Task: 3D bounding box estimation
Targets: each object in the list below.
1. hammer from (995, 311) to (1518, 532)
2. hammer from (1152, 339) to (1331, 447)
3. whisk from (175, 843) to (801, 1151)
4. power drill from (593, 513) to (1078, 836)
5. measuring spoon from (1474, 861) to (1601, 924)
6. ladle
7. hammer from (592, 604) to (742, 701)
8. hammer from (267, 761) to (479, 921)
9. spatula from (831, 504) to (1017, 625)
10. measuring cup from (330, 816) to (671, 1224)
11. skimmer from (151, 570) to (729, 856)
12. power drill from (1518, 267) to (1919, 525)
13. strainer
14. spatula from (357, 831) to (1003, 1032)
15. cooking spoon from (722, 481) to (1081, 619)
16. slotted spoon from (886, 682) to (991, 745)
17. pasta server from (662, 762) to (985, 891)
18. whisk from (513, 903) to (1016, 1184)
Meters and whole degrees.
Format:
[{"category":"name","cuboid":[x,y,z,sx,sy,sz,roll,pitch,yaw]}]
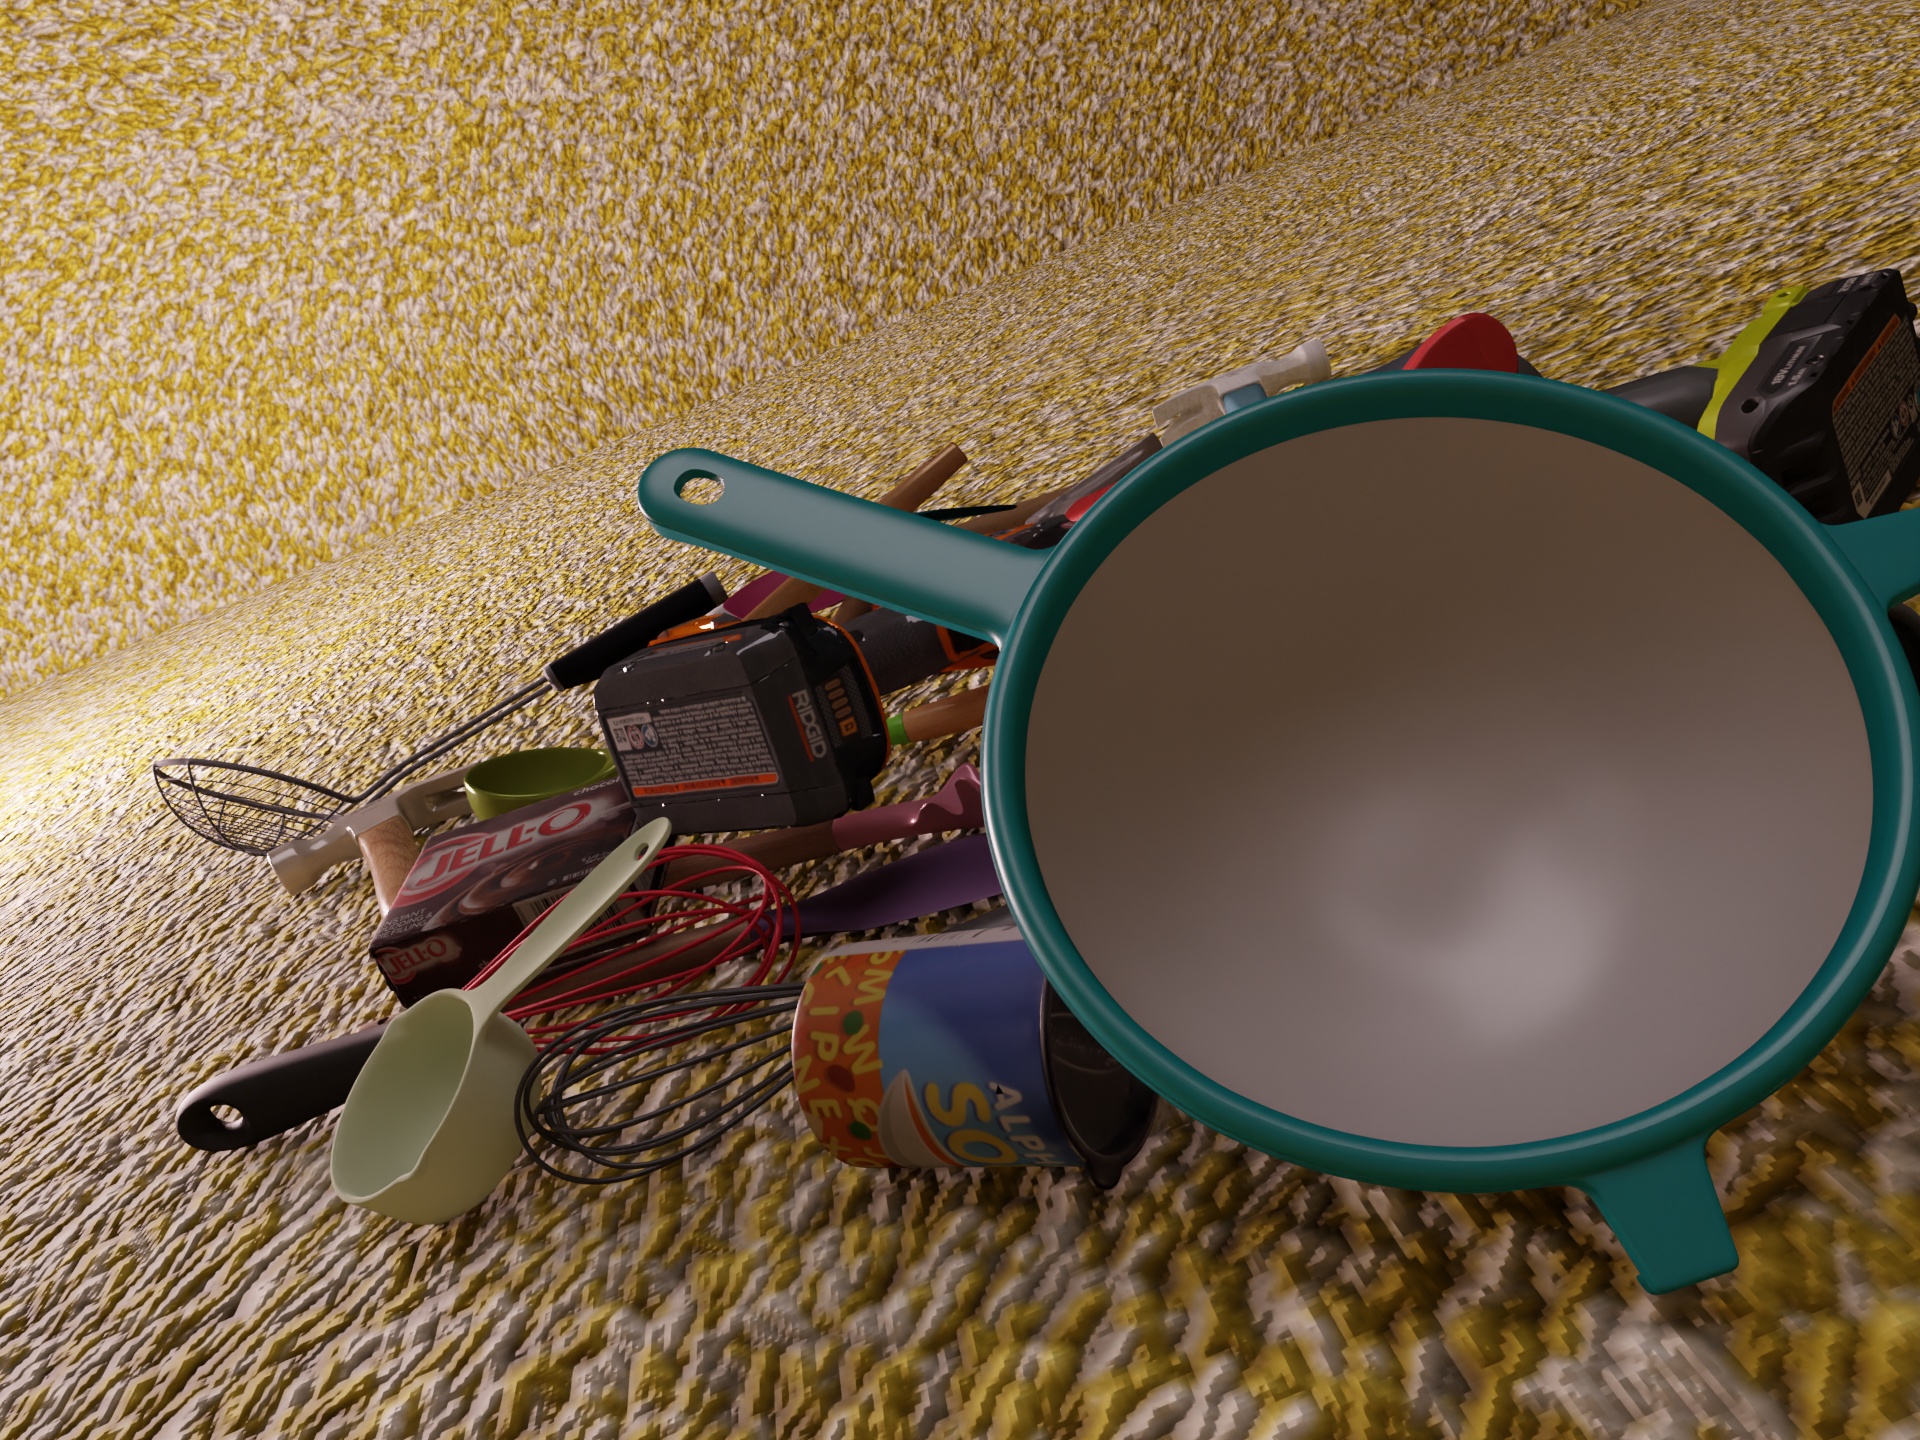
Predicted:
[{"category":"hammer","cuboid":[0.143,-0.138,0.798,0.143,0.038,0.386,-36,10,-21]},{"category":"hammer","cuboid":[0.193,-0.179,0.991,0.128,0.033,0.331,-19,20,9]},{"category":"whisk","cuboid":[-0.190,0.115,0.613,0.296,0.073,0.073,-22,19,18]},{"category":"power drill","cuboid":[-0.020,-0.030,0.673,0.164,0.084,0.226,-7,15,45]},{"category":"measuring spoon","cuboid":[0.187,0.032,0.488,0.034,0.018,0.124,-6,19,33]},{"category":"ladle","cuboid":[-0.129,-0.046,0.835,0.320,0.062,0.078,-40,18,6]},{"category":"hammer","cuboid":[-0.048,-0.042,0.896,0.405,0.035,0.144,-4,27,42]},{"category":"hammer","cuboid":[-0.286,0.086,0.829,0.130,0.031,0.331,-30,21,-18]},{"category":"spatula","cuboid":[-0.047,-0.051,0.828,0.082,0.044,0.318,-5,33,21]},{"category":"measuring cup","cuboid":[-0.145,0.101,0.541,0.167,0.038,0.083,-46,35,4]},{"category":"skimmer","cuboid":[-0.323,-0.019,1.006,0.363,0.090,0.127,-31,-17,-6]},{"category":"power drill","cuboid":[0.257,-0.104,0.666,0.228,0.080,0.190,-2,33,50]},{"category":"strainer","cuboid":[0.062,0.000,0.433,0.340,0.095,0.211,20,69,24]},{"category":"spatula","cuboid":[-0.105,0.090,0.640,0.316,0.018,0.060,-17,19,12]},{"category":"cooking spoon","cuboid":[-0.001,-0.111,0.975,0.319,0.017,0.069,-23,32,-30]},{"category":"slotted spoon","cuboid":[-0.001,-0.002,0.757,0.314,0.031,0.070,-17,21,12]},{"category":"pasta server","cuboid":[-0.078,0.048,0.692,0.316,0.040,0.060,-15,13,24]},{"category":"whisk","cuboid":[-0.029,0.093,0.520,0.239,0.055,0.055,-19,19,-4]}]
